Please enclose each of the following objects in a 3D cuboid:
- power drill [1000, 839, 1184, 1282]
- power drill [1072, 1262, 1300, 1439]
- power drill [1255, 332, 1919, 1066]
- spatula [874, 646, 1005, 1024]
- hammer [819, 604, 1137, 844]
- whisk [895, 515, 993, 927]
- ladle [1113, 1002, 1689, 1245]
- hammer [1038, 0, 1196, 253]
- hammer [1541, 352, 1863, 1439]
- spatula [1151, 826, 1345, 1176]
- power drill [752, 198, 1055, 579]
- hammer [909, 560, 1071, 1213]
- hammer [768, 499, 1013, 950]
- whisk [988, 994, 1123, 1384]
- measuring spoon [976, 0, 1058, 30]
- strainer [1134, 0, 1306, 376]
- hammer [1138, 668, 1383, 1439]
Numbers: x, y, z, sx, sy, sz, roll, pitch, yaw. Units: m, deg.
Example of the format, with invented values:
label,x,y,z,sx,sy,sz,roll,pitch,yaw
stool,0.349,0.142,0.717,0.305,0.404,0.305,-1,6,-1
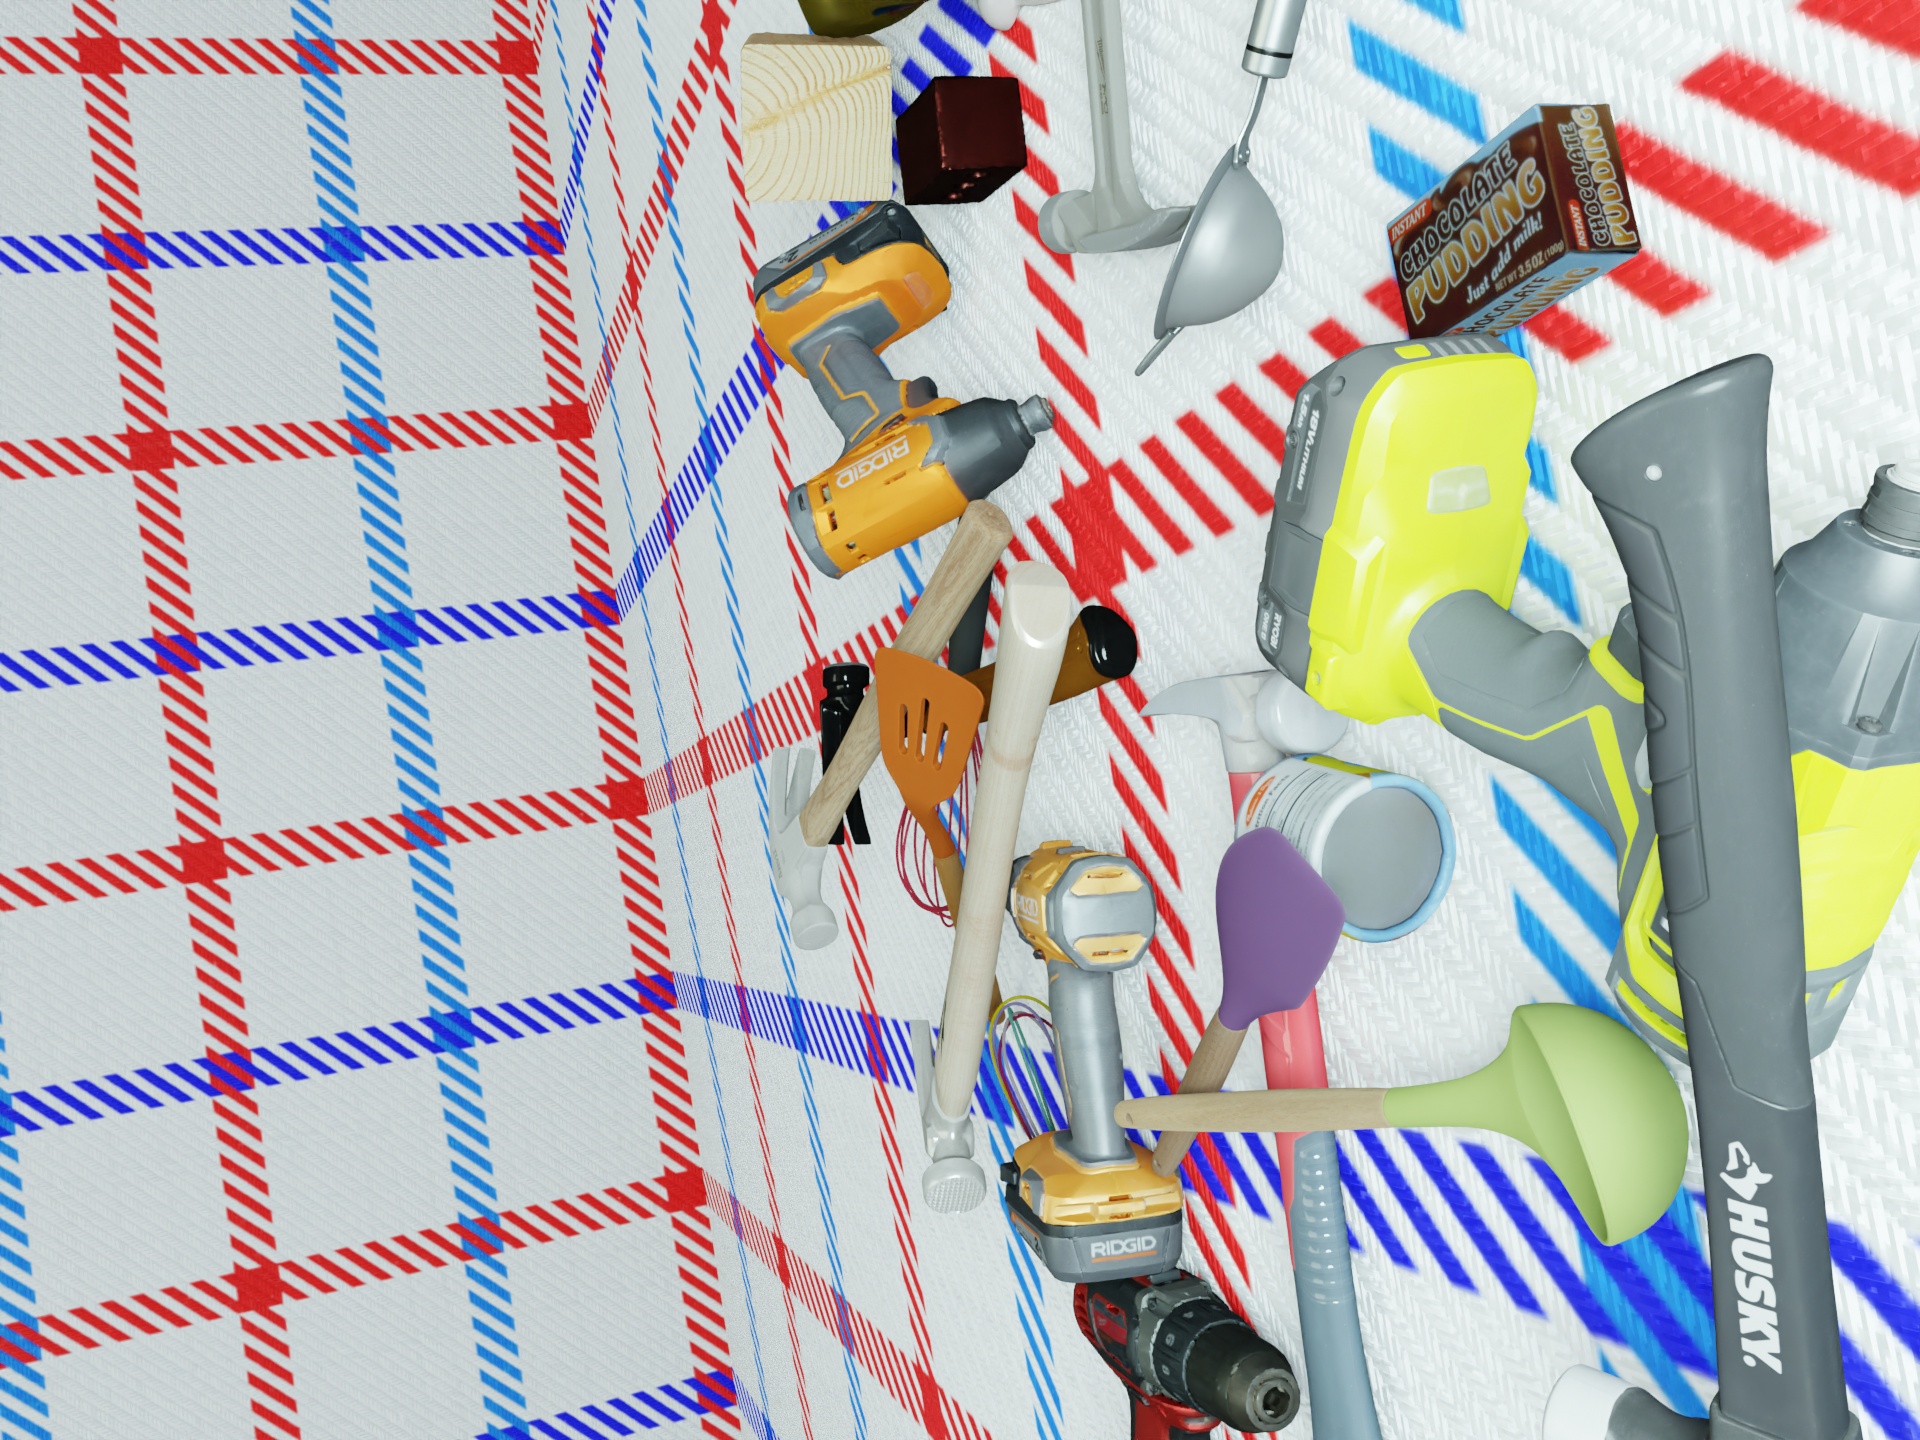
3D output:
label,x,y,z,sx,sy,sz,roll,pitch,yaw
power drill,0.063,0.181,0.912,0.185,0.084,0.226,176,91,-78
power drill,0.126,0.405,0.829,0.188,0.080,0.227,167,97,-71
power drill,0.188,-0.027,0.479,0.223,0.080,0.171,-129,35,-50
spatula,0.001,0.090,0.992,0.081,0.041,0.322,24,146,33
hammer,-0.002,-0.003,0.975,0.337,0.034,0.127,-19,70,58
whisk,-0.001,0.000,1.061,0.073,0.073,0.295,-140,52,-63
ladle,0.143,0.156,0.621,0.320,0.062,0.078,-26,81,59
hammer,0.061,-0.399,0.722,0.149,0.036,0.359,-151,52,-67
hammer,0.200,0.078,0.395,0.146,0.035,0.334,6,114,50
spatula,0.114,0.139,0.701,0.060,0.018,0.315,51,156,27
power drill,-0.037,-0.210,0.970,0.084,0.164,0.227,43,-154,-53
hammer,0.012,0.090,0.898,0.146,0.038,0.410,-100,15,-54
hammer,-0.052,-0.005,0.997,0.331,0.031,0.130,-58,40,37
whisk,0.072,0.288,0.989,0.051,0.047,0.245,99,154,-69
measuring spoon,0.035,-0.393,0.850,0.124,0.018,0.034,-144,49,-63
strainer,0.121,-0.252,0.629,0.087,0.050,0.258,-48,-26,-54
hammer,0.147,0.170,0.725,0.143,0.038,0.386,176,86,-72
